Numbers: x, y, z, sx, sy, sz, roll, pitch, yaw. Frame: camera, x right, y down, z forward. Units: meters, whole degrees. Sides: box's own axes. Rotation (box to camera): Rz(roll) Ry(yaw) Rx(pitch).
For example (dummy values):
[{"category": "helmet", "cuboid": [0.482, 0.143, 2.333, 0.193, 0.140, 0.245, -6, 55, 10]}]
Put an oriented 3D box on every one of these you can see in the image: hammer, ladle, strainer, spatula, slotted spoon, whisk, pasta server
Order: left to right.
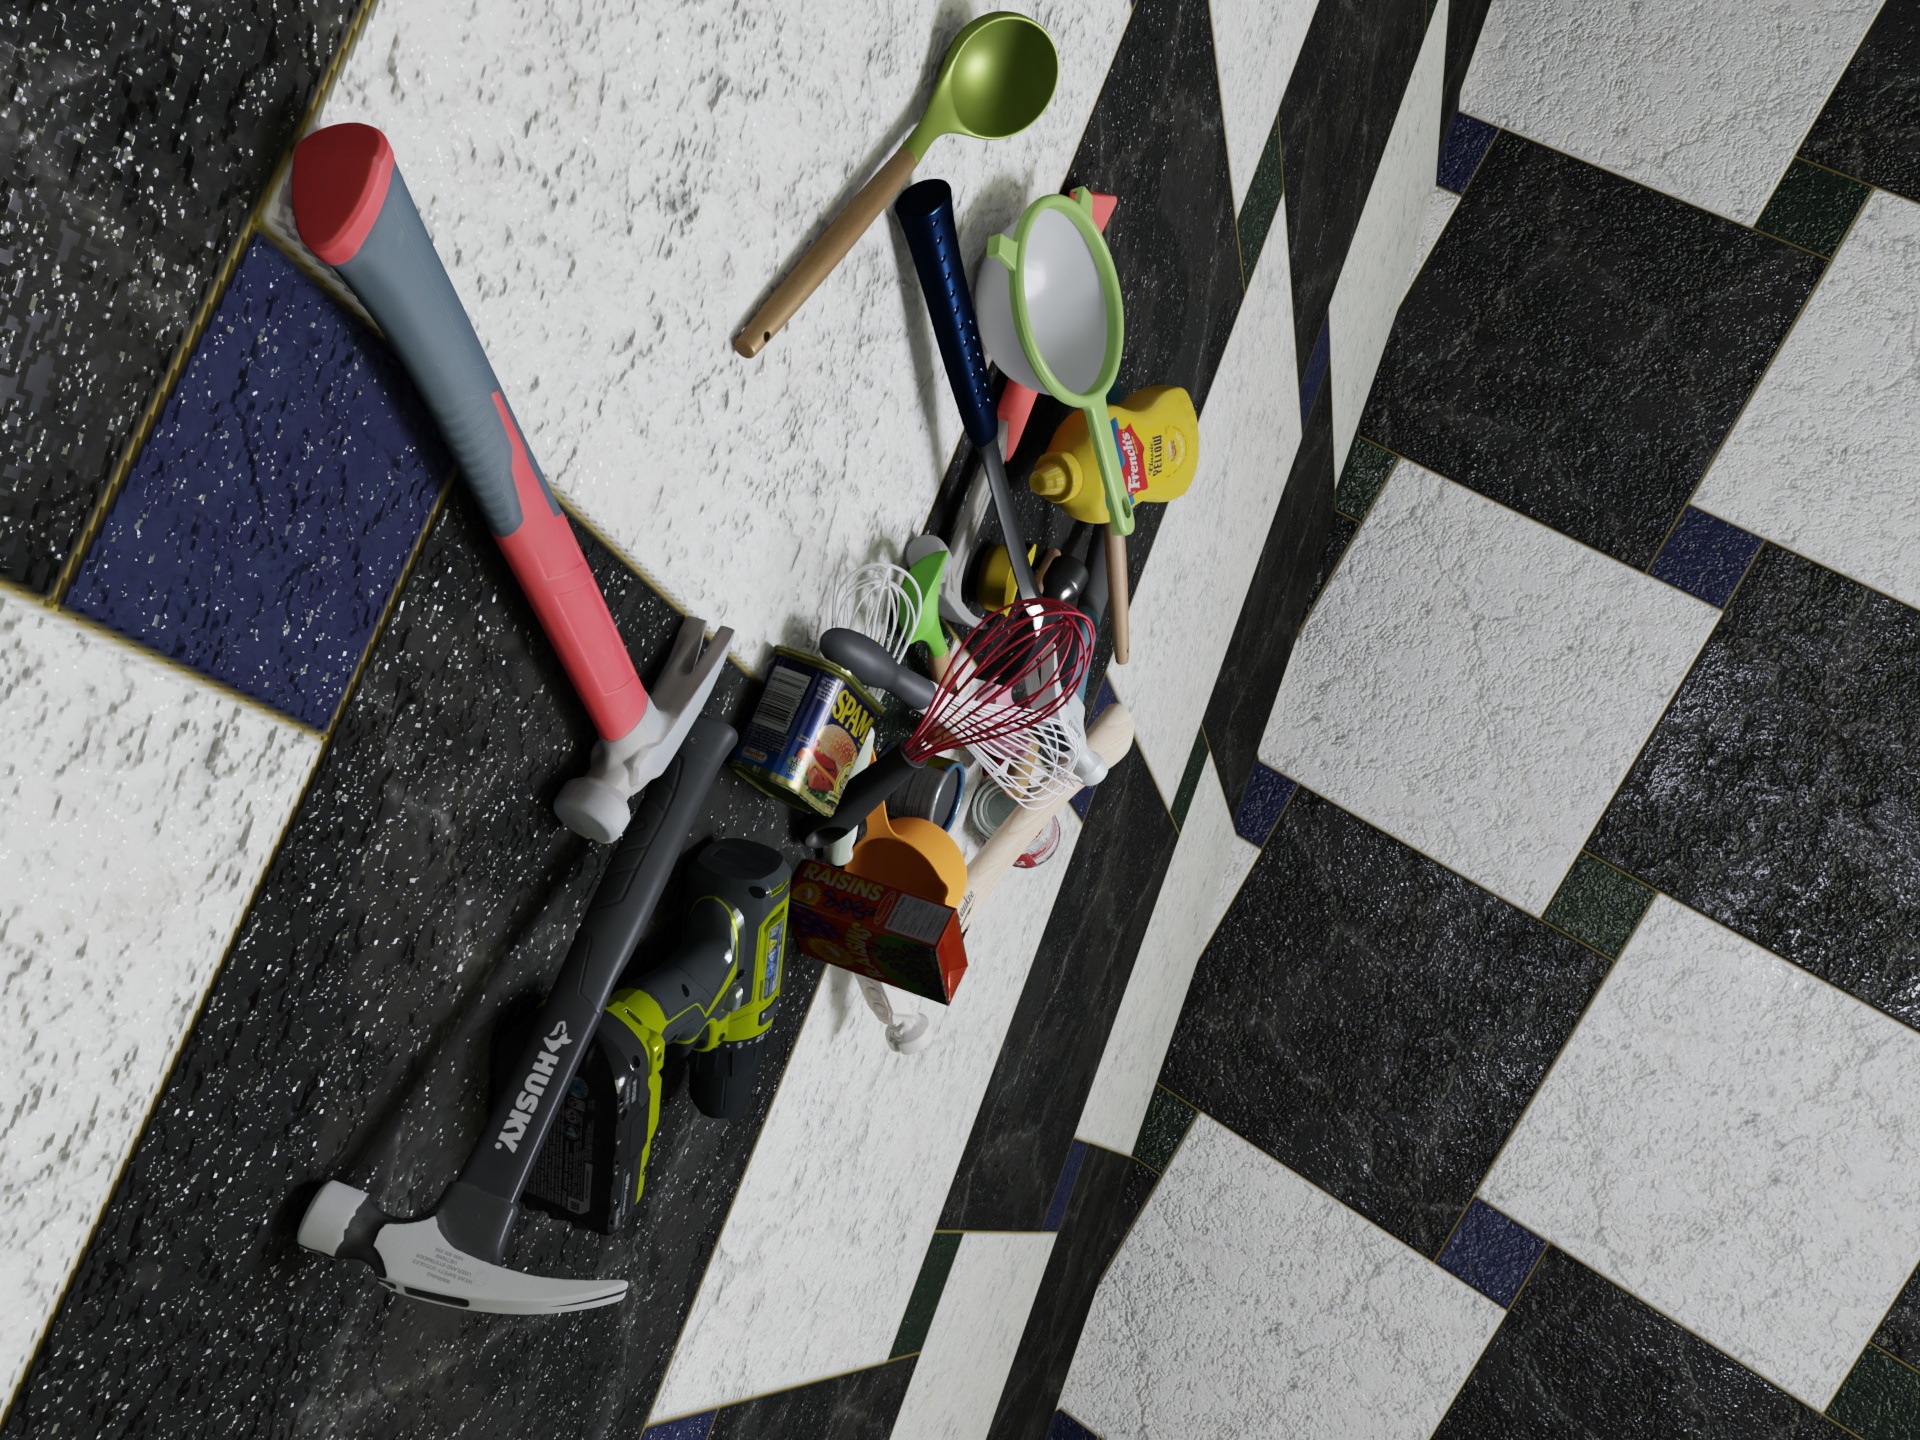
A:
[{"category": "hammer", "cuboid": [-0.186, -0.101, 0.712, 0.385, 0.038, 0.143, 79, 32, -54]}, {"category": "hammer", "cuboid": [-0.186, 0.135, 0.813, 0.035, 0.146, 0.335, 115, -4, -56]}, {"category": "whisk", "cuboid": [-0.071, 0.000, 1.120, 0.058, 0.059, 0.246, -96, -166, -59]}, {"category": "ladle", "cuboid": [-0.034, -0.314, 0.933, 0.320, 0.062, 0.078, -58, 149, -31]}, {"category": "whisk", "cuboid": [-0.019, 0.012, 1.043, 0.295, 0.073, 0.073, -39, -175, 37]}, {"category": "slotted spoon", "cuboid": [-0.017, -0.042, 1.230, 0.313, 0.031, 0.070, 78, 33, -66]}, {"category": "whisk", "cuboid": [-0.002, -0.002, 1.110, 0.284, 0.070, 0.070, 29, 77, -47]}, {"category": "ladle", "cuboid": [0.008, 0.014, 1.308, 0.315, 0.031, 0.069, 6, 93, -79]}, {"category": "hammer", "cuboid": [0.018, -0.190, 1.130, 0.144, 0.035, 0.405, -58, 149, -30]}, {"category": "hammer", "cuboid": [0.040, 0.100, 1.389, 0.411, 0.038, 0.146, -46, 128, -40]}, {"category": "hammer", "cuboid": [0.049, -0.252, 1.249, 0.149, 0.037, 0.359, 46, 63, -69]}, {"category": "pasta server", "cuboid": [0.056, -0.068, 1.349, 0.060, 0.040, 0.316, 59, 29, -24]}, {"category": "whisk", "cuboid": [0.069, -0.022, 1.440, 0.047, 0.051, 0.245, 59, 33, -33]}, {"category": "strainer", "cuboid": [0.070, -0.254, 1.177, 0.151, 0.069, 0.256, -46, 126, -47]}, {"category": "hammer", "cuboid": [0.122, -0.106, 1.481, 0.128, 0.033, 0.331, 52, 40, -37]}, {"category": "spatula", "cuboid": [0.124, -0.195, 1.400, 0.082, 0.044, 0.317, -47, 137, -53]}]

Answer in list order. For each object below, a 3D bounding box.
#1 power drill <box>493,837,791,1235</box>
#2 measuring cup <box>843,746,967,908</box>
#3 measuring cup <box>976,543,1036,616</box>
[{"category": "power drill", "cuboid": [-0.176, 0.197, 0.944, 0.228, 0.080, 0.190, -42, 144, -61]}, {"category": "measuring cup", "cuboid": [-0.047, 0.077, 1.192, 0.052, 0.095, 0.173, -34, 115, -56]}, {"category": "measuring cup", "cuboid": [0.041, -0.133, 1.365, 0.156, 0.029, 0.062, -56, 158, -70]}]
